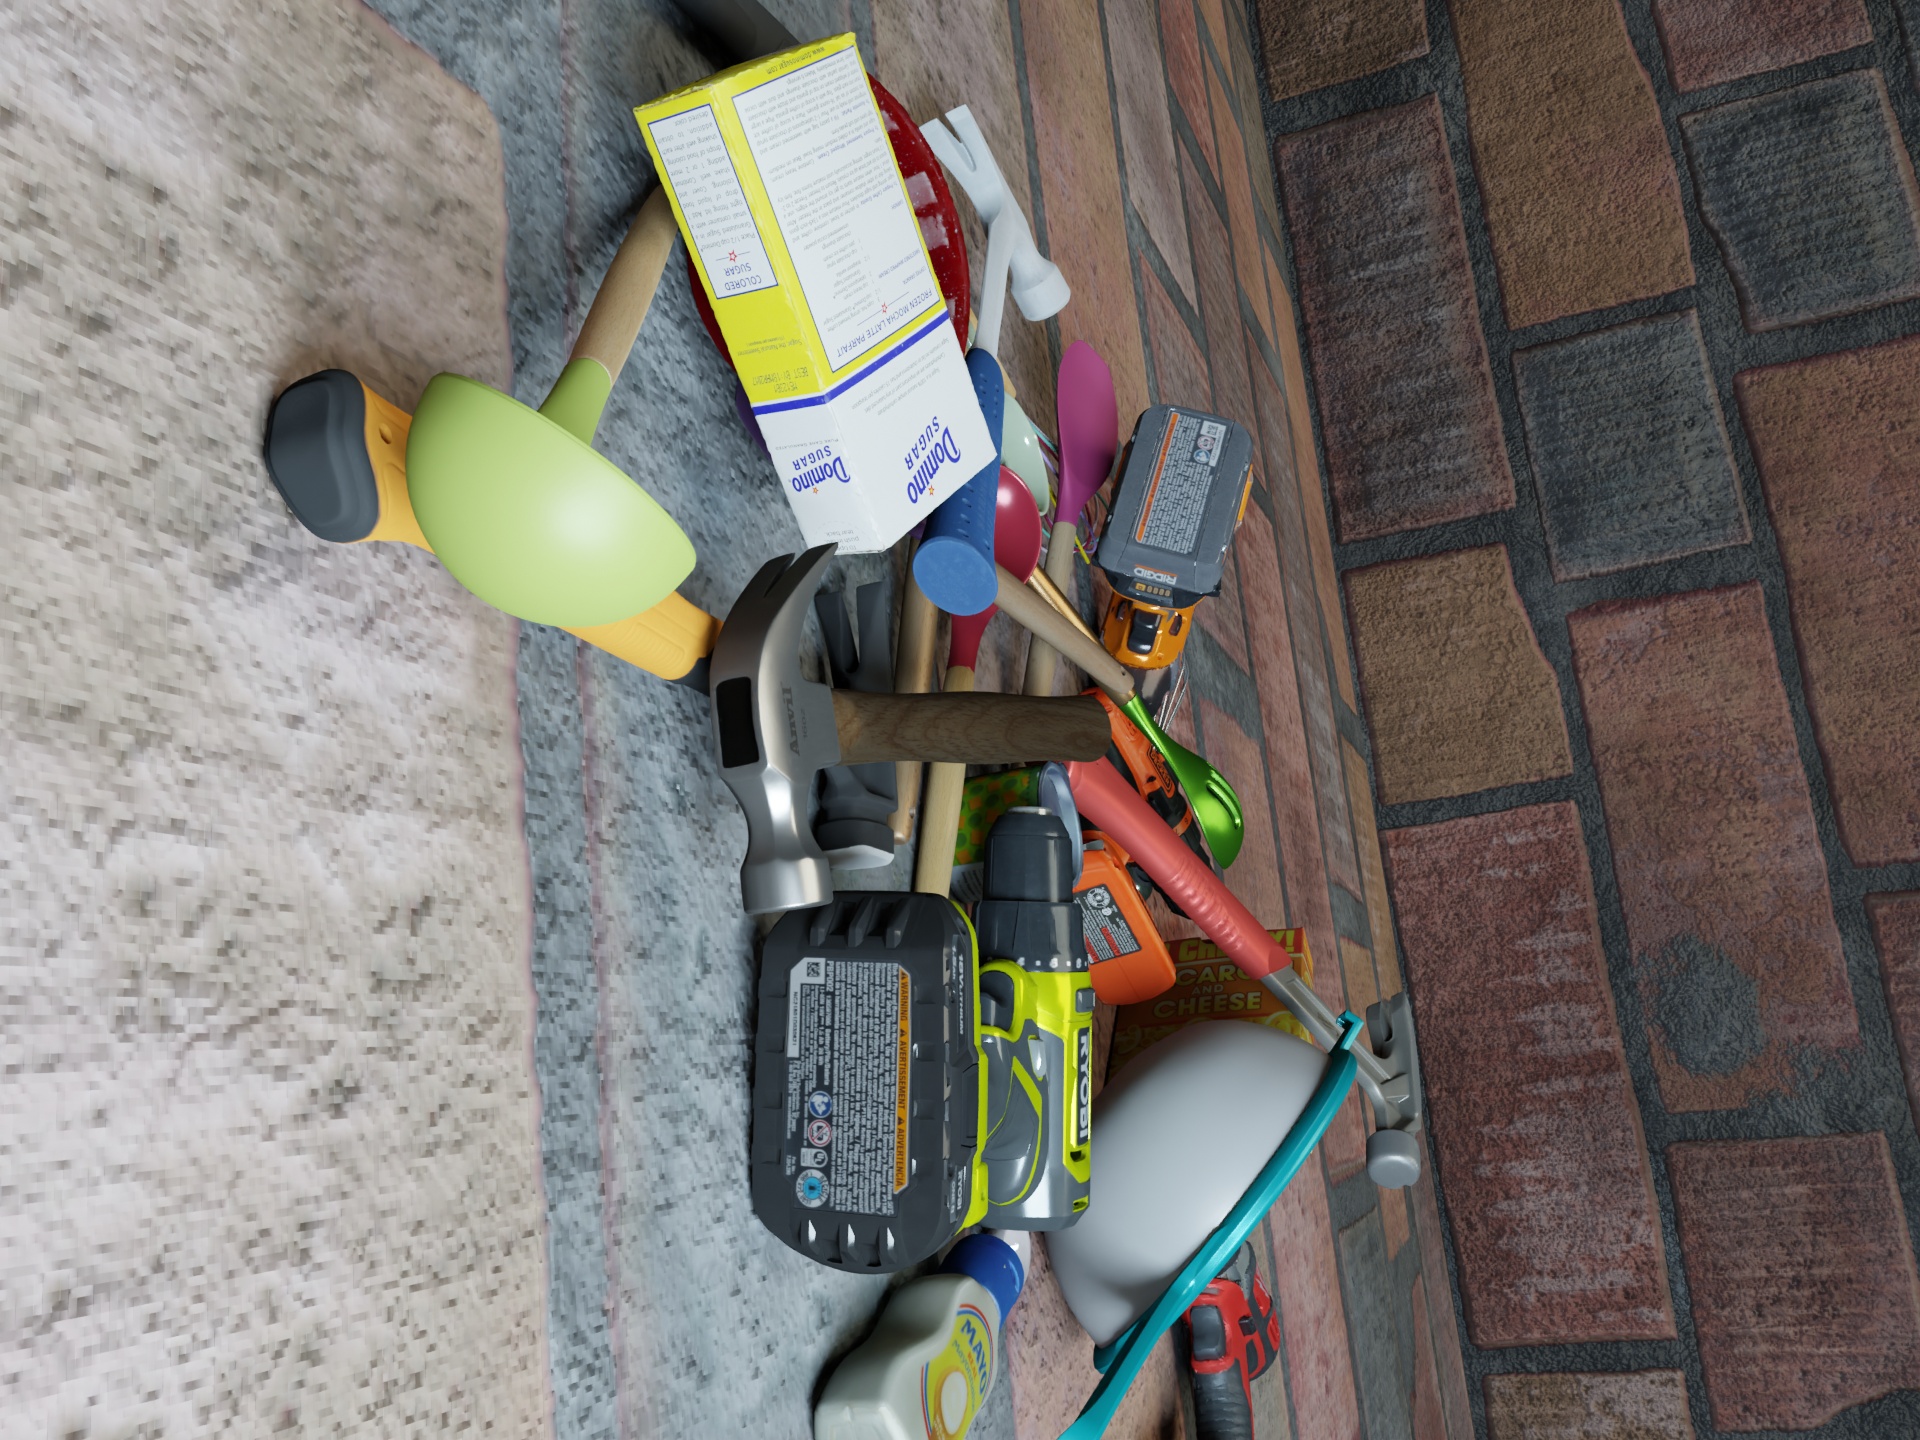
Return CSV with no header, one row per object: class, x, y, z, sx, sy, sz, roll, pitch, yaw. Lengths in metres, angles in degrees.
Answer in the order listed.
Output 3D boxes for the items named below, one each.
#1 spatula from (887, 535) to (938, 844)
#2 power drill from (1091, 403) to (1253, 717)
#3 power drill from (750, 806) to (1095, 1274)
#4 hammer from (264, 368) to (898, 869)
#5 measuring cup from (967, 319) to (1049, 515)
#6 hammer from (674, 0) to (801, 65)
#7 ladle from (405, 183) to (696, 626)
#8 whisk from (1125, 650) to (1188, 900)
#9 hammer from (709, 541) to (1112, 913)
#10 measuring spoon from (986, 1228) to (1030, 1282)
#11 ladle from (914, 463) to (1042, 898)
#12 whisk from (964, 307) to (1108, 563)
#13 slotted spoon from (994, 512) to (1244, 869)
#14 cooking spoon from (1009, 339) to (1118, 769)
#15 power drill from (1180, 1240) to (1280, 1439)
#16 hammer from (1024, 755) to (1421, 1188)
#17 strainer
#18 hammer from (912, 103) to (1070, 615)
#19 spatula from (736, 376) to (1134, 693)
spatula,-0.027,-0.086,0.810,0.082,0.044,0.318,49,41,-56
power drill,0.129,-0.086,1.058,0.226,0.084,0.164,89,18,-68
power drill,0.002,0.127,0.670,0.228,0.080,0.190,18,72,-68
hammer,-0.104,-0.039,0.555,0.336,0.034,0.127,35,49,-63
measuring cup,0.003,-0.191,0.928,0.167,0.038,0.083,64,23,-17
hammer,-0.107,-0.317,0.689,0.334,0.035,0.146,11,70,-69
ladle,-0.106,-0.126,0.501,0.078,0.062,0.320,38,26,-24
whisk,0.136,0.027,1.166,0.057,0.059,0.247,26,50,-20
hammer,-0.004,0.001,0.680,0.331,0.031,0.130,0,80,-65
measuring spoon,0.004,0.274,0.727,0.124,0.018,0.034,-49,128,-57
ladle,-0.001,-0.003,0.811,0.069,0.031,0.316,23,55,-22
whisk,0.036,-0.185,1.003,0.244,0.051,0.047,55,37,-43
slotted spoon,0.084,-0.031,0.945,0.313,0.031,0.070,49,24,-20
cooking spoon,0.059,-0.096,0.974,0.068,0.017,0.319,34,57,-43
power drill,0.149,0.395,0.965,0.227,0.080,0.187,-75,148,-55
hammer,0.163,0.118,0.941,0.358,0.036,0.149,46,31,-21
strainer,0.082,0.242,0.786,0.095,0.211,0.340,40,23,13
hammer,0.009,-0.196,0.843,0.144,0.035,0.406,55,25,-32
spatula,-0.001,-0.081,0.789,0.315,0.018,0.060,33,48,-44
